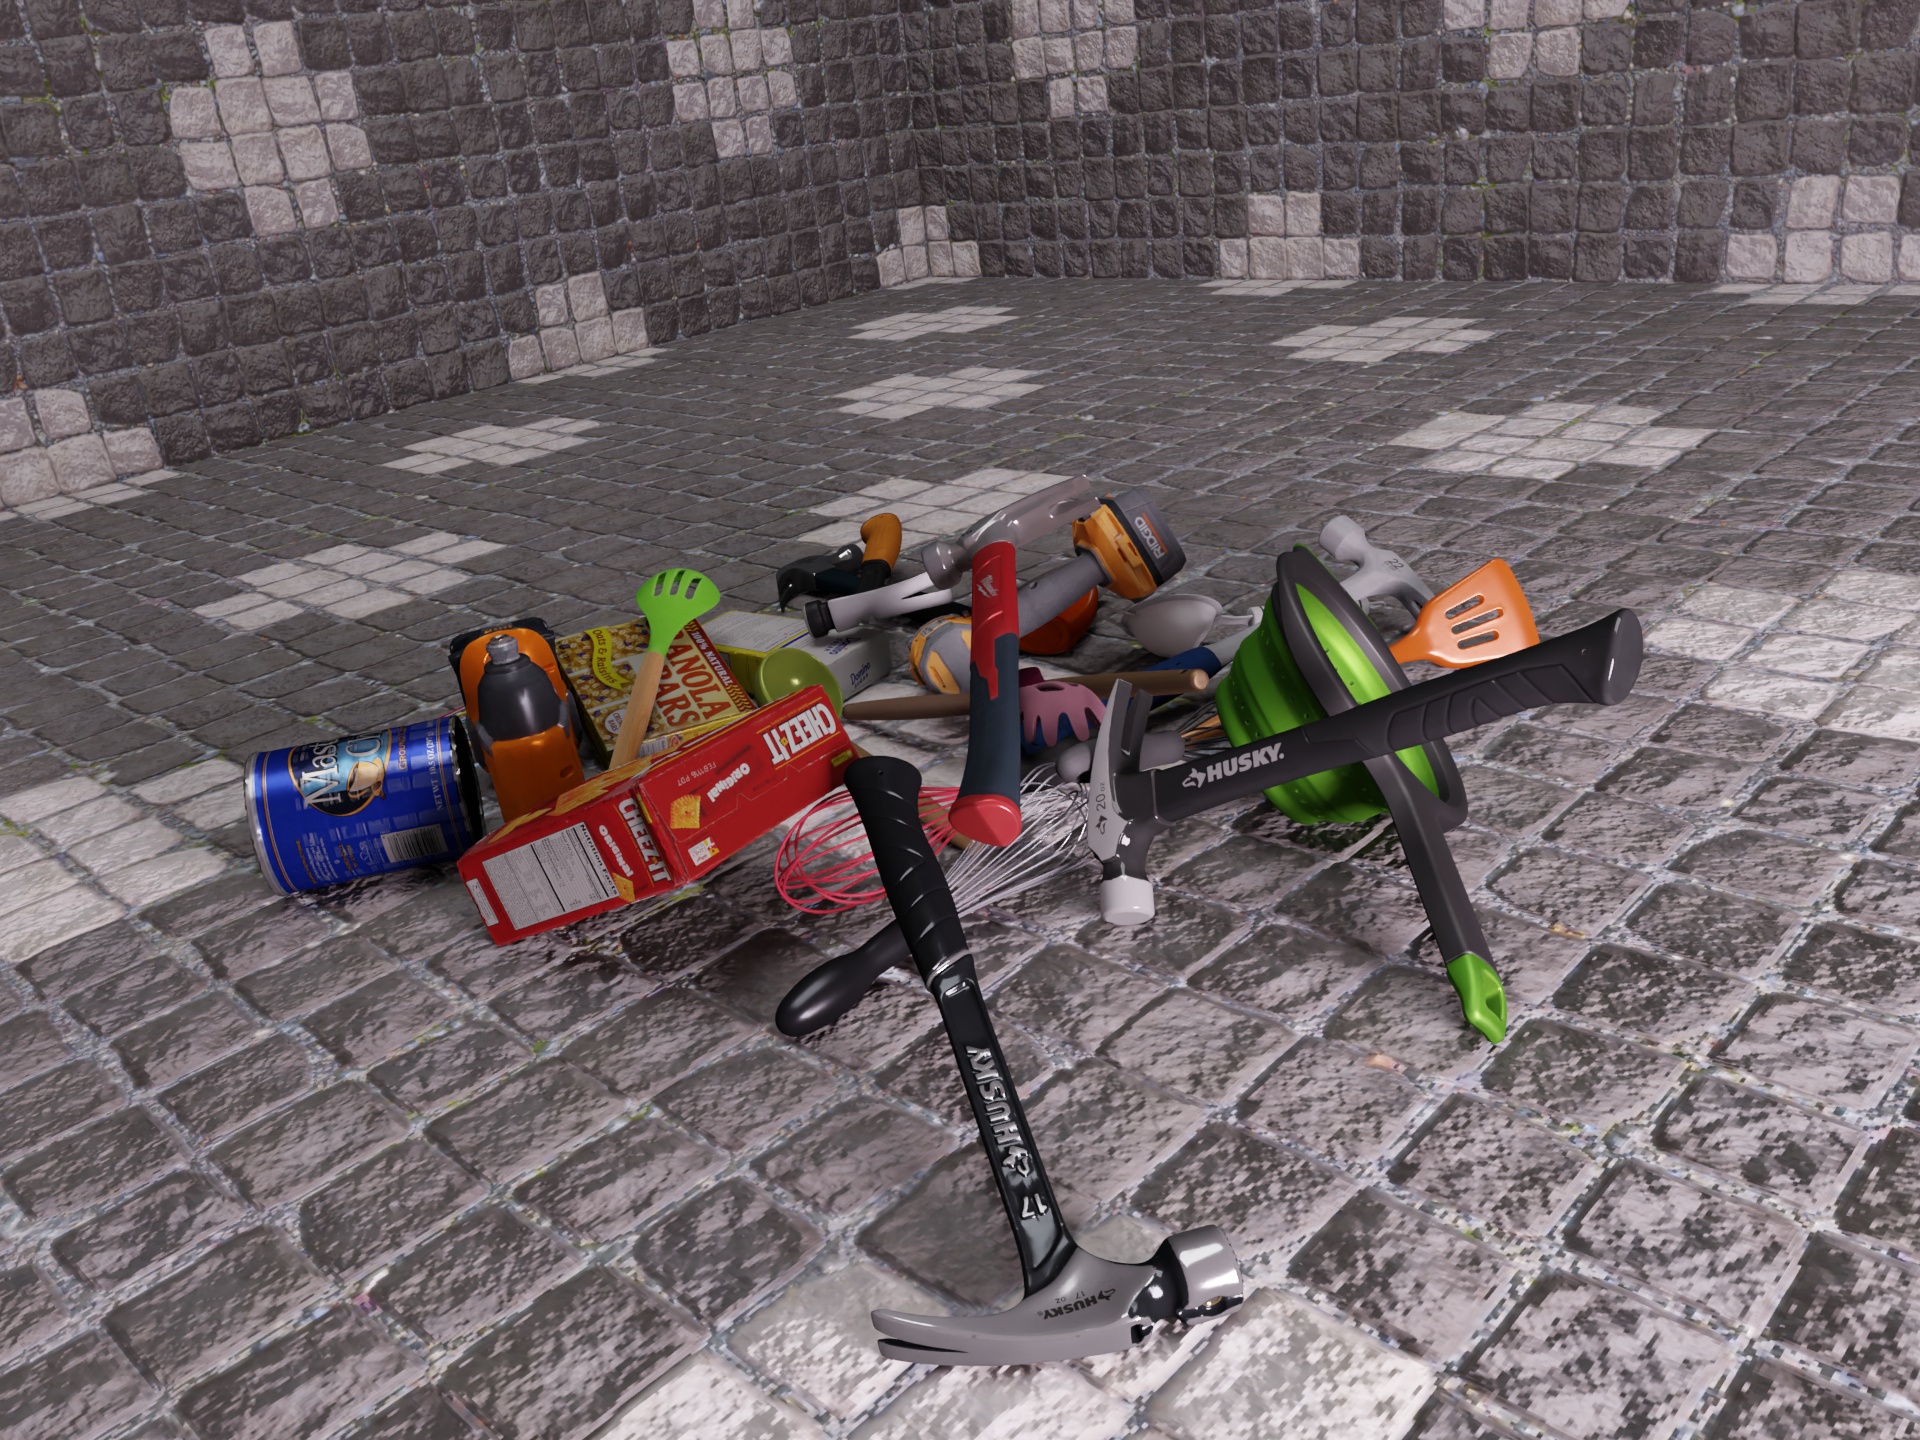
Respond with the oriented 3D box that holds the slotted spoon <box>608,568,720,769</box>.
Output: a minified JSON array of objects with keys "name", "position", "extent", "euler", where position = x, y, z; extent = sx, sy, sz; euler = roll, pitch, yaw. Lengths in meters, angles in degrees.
[{"name":"slotted spoon","position":[-0.244,-0.033,1.253],"extent":[0.070,0.031,0.314],"euler":[4,39,0]}]

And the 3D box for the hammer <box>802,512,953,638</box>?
[{"name":"hammer","position":[-0.070,-0.149,1.491],"extent":[0.127,0.034,0.337],"euler":[-15,18,5]}]

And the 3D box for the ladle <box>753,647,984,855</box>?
[{"name":"ladle","position":[-0.067,0.020,1.175],"extent":[0.078,0.062,0.320],"euler":[13,12,-36]}]

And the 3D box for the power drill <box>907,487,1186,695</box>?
[{"name":"power drill","position":[0.056,-0.097,1.296],"extent":[0.226,0.084,0.185],"euler":[-33,9,-2]}]

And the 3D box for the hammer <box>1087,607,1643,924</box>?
[{"name":"hammer","position":[0.206,0.006,0.872],"extent":[0.335,0.146,0.035],"euler":[-22,-32,39]}]

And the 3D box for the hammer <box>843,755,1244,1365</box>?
[{"name":"hammer","position":[-0.006,0.141,0.795],"extent":[0.149,0.036,0.409],"euler":[-13,35,-8]}]

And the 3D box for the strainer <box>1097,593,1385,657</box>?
[{"name":"strainer","position":[0.244,-0.085,1.350],"extent":[0.258,0.050,0.086],"euler":[-7,-22,-13]}]

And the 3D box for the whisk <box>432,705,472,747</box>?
[{"name":"whisk","position":[-0.445,0.011,1.323],"extent":[0.245,0.047,0.051],"euler":[-11,-4,1]}]

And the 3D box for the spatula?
[{"name":"spatula","position":[0.296,-0.036,1.208],"extent":[0.322,0.081,0.041],"euler":[-21,-2,-20]}]

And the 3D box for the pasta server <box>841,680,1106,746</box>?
[{"name":"pasta server","position":[-0.002,-0.004,1.167],"extent":[0.060,0.040,0.316],"euler":[-13,6,-34]}]

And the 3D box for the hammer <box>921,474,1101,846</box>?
[{"name":"hammer","position":[0.037,-0.050,1.079],"extent":[0.143,0.038,0.387],"euler":[-24,29,15]}]

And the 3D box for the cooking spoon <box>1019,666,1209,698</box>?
[{"name":"cooking spoon","position":[0.077,-0.022,1.135],"extent":[0.069,0.017,0.319],"euler":[-32,13,-24]}]

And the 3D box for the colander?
[{"name":"colander","position":[0.233,0.050,0.961],"extent":[0.094,0.204,0.398],"euler":[-35,31,23]}]

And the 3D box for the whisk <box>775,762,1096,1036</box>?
[{"name":"whisk","position":[-0.003,0.108,0.954],"extent":[0.070,0.070,0.284],"euler":[14,36,41]}]

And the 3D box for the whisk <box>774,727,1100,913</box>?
[{"name":"whisk","position":[-0.001,0.055,1.033],"extent":[0.296,0.073,0.073],"euler":[-20,26,-37]}]

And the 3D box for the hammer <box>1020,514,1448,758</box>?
[{"name":"hammer","position":[0.207,-0.049,1.243],"extent":[0.405,0.035,0.144],"euler":[-25,54,-26]}]

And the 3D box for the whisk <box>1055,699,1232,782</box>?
[{"name":"whisk","position":[0.142,0.017,1.059],"extent":[0.055,0.055,0.239],"euler":[13,14,40]}]

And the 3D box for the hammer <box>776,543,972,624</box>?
[{"name":"hammer","position":[-0.062,-0.117,1.524],"extent":[0.128,0.033,0.331],"euler":[-22,27,-34]}]

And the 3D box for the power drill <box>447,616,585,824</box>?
[{"name":"power drill","position":[-0.323,-0.005,1.171],"extent":[0.084,0.164,0.227],"euler":[-16,22,-15]}]
